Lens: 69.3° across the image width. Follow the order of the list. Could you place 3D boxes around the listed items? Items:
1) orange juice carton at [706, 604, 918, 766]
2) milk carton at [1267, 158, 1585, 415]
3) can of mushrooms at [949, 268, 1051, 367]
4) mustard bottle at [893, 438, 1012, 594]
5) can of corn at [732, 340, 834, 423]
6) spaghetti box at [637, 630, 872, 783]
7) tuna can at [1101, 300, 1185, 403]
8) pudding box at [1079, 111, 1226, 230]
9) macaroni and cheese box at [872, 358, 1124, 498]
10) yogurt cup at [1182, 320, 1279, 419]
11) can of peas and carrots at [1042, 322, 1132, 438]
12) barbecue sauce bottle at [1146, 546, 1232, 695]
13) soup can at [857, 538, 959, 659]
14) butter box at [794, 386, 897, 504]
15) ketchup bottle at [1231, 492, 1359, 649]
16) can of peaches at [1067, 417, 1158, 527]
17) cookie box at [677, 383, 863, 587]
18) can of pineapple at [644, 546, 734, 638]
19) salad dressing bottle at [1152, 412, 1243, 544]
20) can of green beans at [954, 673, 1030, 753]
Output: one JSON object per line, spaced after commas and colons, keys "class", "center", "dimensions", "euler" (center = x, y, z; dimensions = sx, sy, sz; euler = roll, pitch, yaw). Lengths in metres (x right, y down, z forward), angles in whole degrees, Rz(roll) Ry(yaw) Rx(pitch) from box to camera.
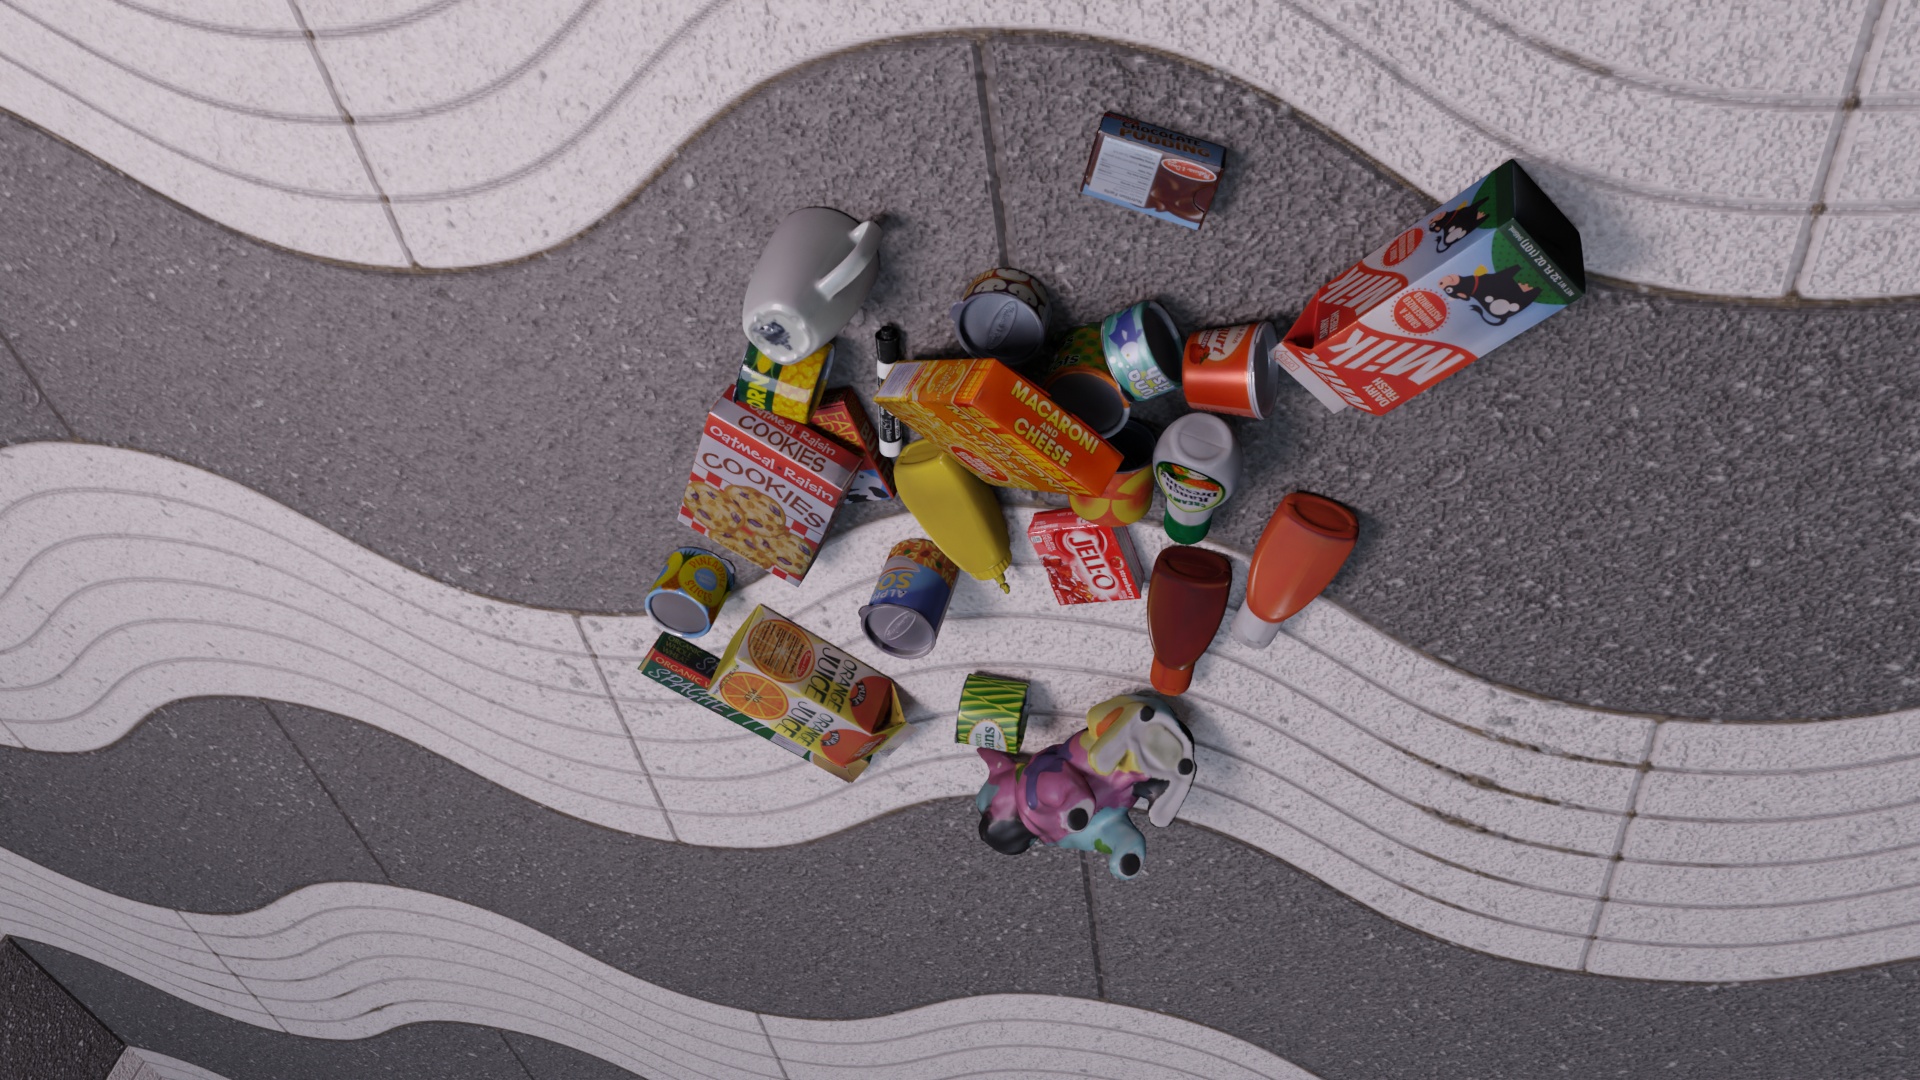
{"class": "orange juice carton", "center": [-0.136, 0.150, 1.333], "dimensions": [0.192, 0.073, 0.071], "euler": [31, 135, -12]}
{"class": "milk carton", "center": [0.293, -0.149, 0.892], "dimensions": [0.072, 0.074, 0.189], "euler": [38, 133, -18]}
{"class": "can of mushrooms", "center": [0.029, -0.161, 1.002], "dimensions": [0.071, 0.034, 0.070], "euler": [10, 136, 10]}
{"class": "mustard bottle", "center": [0.004, -0.014, 1.142], "dimensions": [0.065, 0.049, 0.159], "euler": [-8, 130, 30]}
{"class": "can of corn", "center": [-0.135, -0.127, 1.066], "dimensions": [0.058, 0.071, 0.070], "euler": [19, 136, 0]}
{"class": "spaghetti box", "center": [-0.205, 0.170, 1.409], "dimensions": [0.250, 0.029, 0.050], "euler": [30, 135, -10]}
{"class": "tuna can", "center": [0.129, -0.130, 0.969], "dimensions": [0.032, 0.071, 0.071], "euler": [-20, 123, 32]}
{"class": "pudding box", "center": [0.124, -0.238, 0.896], "dimensions": [0.084, 0.030, 0.049], "euler": [18, 135, 2]}
{"class": "macaroni and cheese box", "center": [0.024, -0.083, 1.003], "dimensions": [0.123, 0.040, 0.166], "euler": [34, 170, -25]}
{"class": "yogurt cup", "center": [0.188, -0.118, 0.967], "dimensions": [0.054, 0.073, 0.072], "euler": [4, 134, 27]}
{"class": "can of peas and carrots", "center": [0.093, -0.116, 1.005], "dimensions": [0.071, 0.059, 0.070], "euler": [10, 135, 10]}
{"class": "barbecue sauce bottle", "center": [0.186, 0.071, 1.166], "dimensions": [0.065, 0.044, 0.147], "euler": [11, 136, 9]}
{"class": "soup can", "center": [-0.044, 0.048, 1.194], "dimensions": [0.071, 0.084, 0.071], "euler": [10, 135, 10]}
{"class": "butter box", "center": [-0.093, -0.076, 1.134], "dimensions": [0.053, 0.024, 0.103], "euler": [-6, 130, 26]}
{"class": "ketchup bottle", "center": [0.257, 0.029, 1.099], "dimensions": [0.065, 0.044, 0.148], "euler": [20, 136, 1]}
{"class": "can of peaches", "center": [0.113, -0.051, 1.053], "dimensions": [0.071, 0.071, 0.057], "euler": [10, 136, 10]}
{"class": "cookie box", "center": [-0.161, -0.043, 1.157], "dimensions": [0.123, 0.040, 0.166], "euler": [30, 144, -2]}
{"class": "can of pineapple", "center": [-0.250, 0.048, 1.285], "dimensions": [0.071, 0.058, 0.070], "euler": [10, 135, 10]}
{"class": "salad dressing bottle", "center": [0.173, -0.041, 1.028], "dimensions": [0.064, 0.044, 0.147], "euler": [21, 160, 13]}
{"class": "can of green beans", "center": [0.031, 0.161, 1.290], "dimensions": [0.058, 0.071, 0.071], "euler": [9, 135, 11]}
